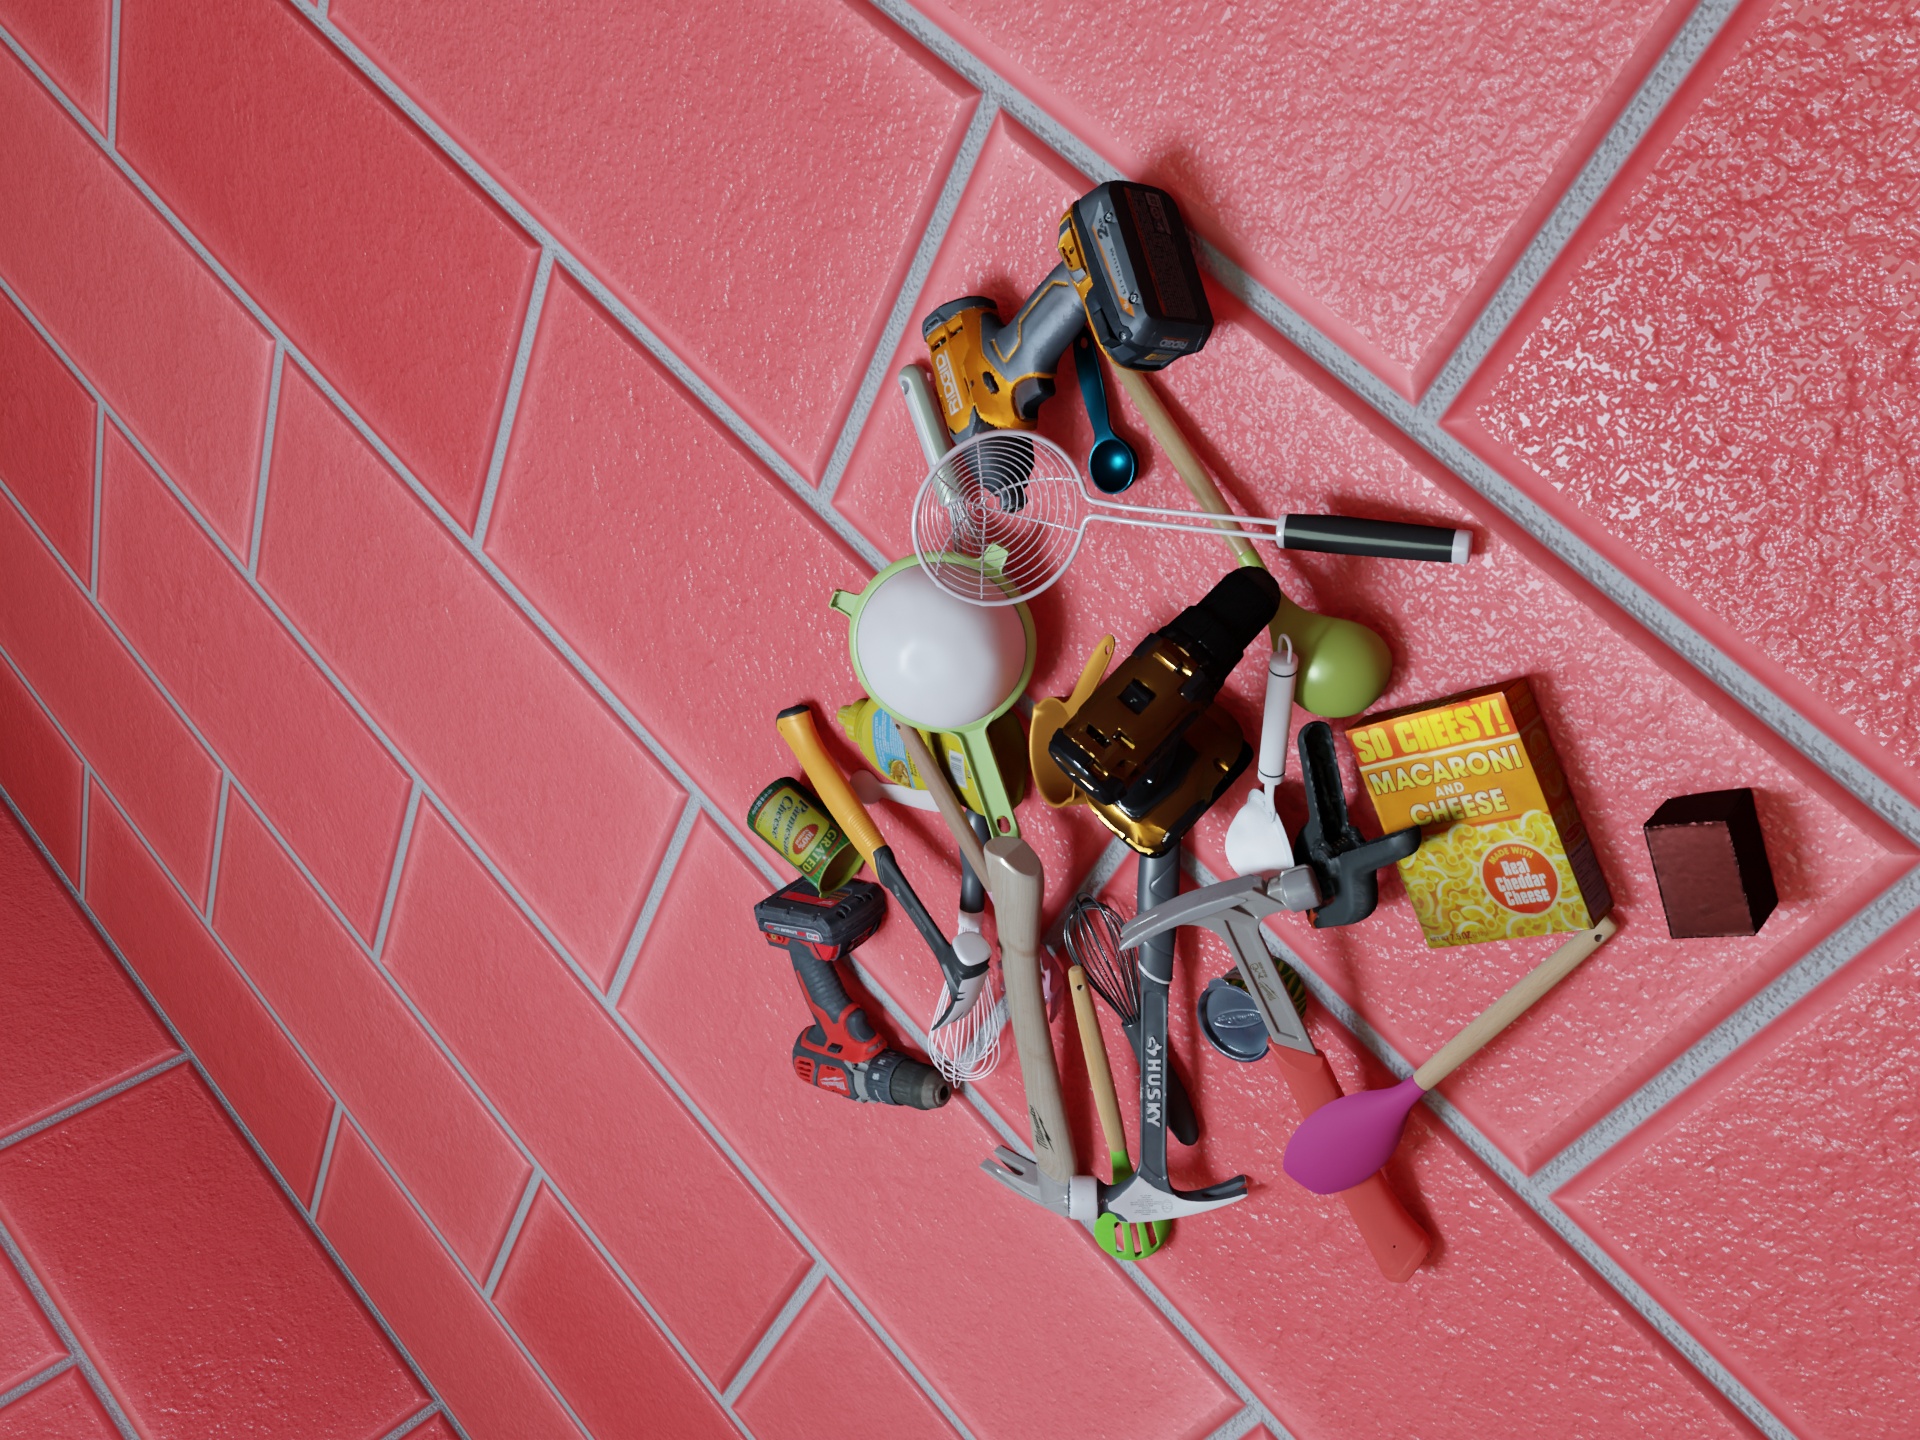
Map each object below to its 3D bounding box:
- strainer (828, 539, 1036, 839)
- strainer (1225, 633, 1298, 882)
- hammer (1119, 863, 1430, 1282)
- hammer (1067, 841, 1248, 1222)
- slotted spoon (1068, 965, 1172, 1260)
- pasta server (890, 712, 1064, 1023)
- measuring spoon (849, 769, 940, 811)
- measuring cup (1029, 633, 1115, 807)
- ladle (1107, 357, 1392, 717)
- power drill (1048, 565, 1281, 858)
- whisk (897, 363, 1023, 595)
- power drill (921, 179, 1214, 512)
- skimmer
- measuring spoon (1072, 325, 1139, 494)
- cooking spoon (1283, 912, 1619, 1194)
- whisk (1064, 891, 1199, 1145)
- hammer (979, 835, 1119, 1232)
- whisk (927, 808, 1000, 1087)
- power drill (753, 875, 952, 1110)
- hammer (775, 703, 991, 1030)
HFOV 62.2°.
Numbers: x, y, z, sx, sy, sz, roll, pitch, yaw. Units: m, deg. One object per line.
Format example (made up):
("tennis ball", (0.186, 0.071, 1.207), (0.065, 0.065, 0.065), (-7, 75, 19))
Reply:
("strainer", (-0.002, -0.004, 1.250), (0.151, 0.069, 0.256), (-15, 105, 13))
("strainer", (0.218, 0.042, 1.131), (0.087, 0.050, 0.258), (-115, 16, -48))
("hammer", (0.255, 0.276, 1.187), (0.149, 0.037, 0.359), (-21, 108, 19))
("hammer", (0.162, 0.222, 1.283), (0.149, 0.036, 0.408), (0, 106, 4))
("slotted spoon", (0.128, 0.344, 1.359), (0.070, 0.031, 0.313), (-13, 112, 1))
("pasta server", (0.013, 0.125, 1.351), (0.060, 0.040, 0.316), (-7, 119, 44))
("measuring spoon", (-0.058, 0.070, 1.451), (0.124, 0.018, 0.034), (8, 114, 39))
("measuring cup", (0.107, -0.004, 1.224), (0.173, 0.052, 0.095), (113, 146, -44))
("ladle", (0.195, -0.141, 1.124), (0.078, 0.062, 0.320), (-43, 72, 42))
("power drill", (0.153, -0.004, 1.106), (0.084, 0.185, 0.226), (42, 175, 21))
("whisk", (-0.003, -0.168, 1.277), (0.058, 0.059, 0.246), (-16, 93, 66))
("power drill", (0.069, -0.257, 1.129), (0.226, 0.084, 0.164), (-27, 74, 48))
("skimmer", (0.149, -0.124, 1.063), (0.363, 0.090, 0.127), (9, 116, 21))
("measuring spoon", (0.107, -0.231, 1.175), (0.042, 0.021, 0.128), (-13, 91, 45))
("cooking spoon", (0.342, 0.240, 1.120), (0.068, 0.017, 0.318), (35, 118, -5))
("whisk", (0.148, 0.252, 1.332), (0.055, 0.055, 0.239), (-18, 101, 45))
("hammer", (0.056, 0.272, 1.380), (0.146, 0.038, 0.410), (17, 129, 37))
("whisk", (0.008, 0.204, 1.432), (0.070, 0.070, 0.284), (19, 115, 35))
("power drill", (-0.101, 0.273, 1.544), (0.188, 0.080, 0.226), (6, 115, 40))
("hammer", (-0.079, 0.118, 1.429), (0.337, 0.034, 0.127), (54, 149, 29))
